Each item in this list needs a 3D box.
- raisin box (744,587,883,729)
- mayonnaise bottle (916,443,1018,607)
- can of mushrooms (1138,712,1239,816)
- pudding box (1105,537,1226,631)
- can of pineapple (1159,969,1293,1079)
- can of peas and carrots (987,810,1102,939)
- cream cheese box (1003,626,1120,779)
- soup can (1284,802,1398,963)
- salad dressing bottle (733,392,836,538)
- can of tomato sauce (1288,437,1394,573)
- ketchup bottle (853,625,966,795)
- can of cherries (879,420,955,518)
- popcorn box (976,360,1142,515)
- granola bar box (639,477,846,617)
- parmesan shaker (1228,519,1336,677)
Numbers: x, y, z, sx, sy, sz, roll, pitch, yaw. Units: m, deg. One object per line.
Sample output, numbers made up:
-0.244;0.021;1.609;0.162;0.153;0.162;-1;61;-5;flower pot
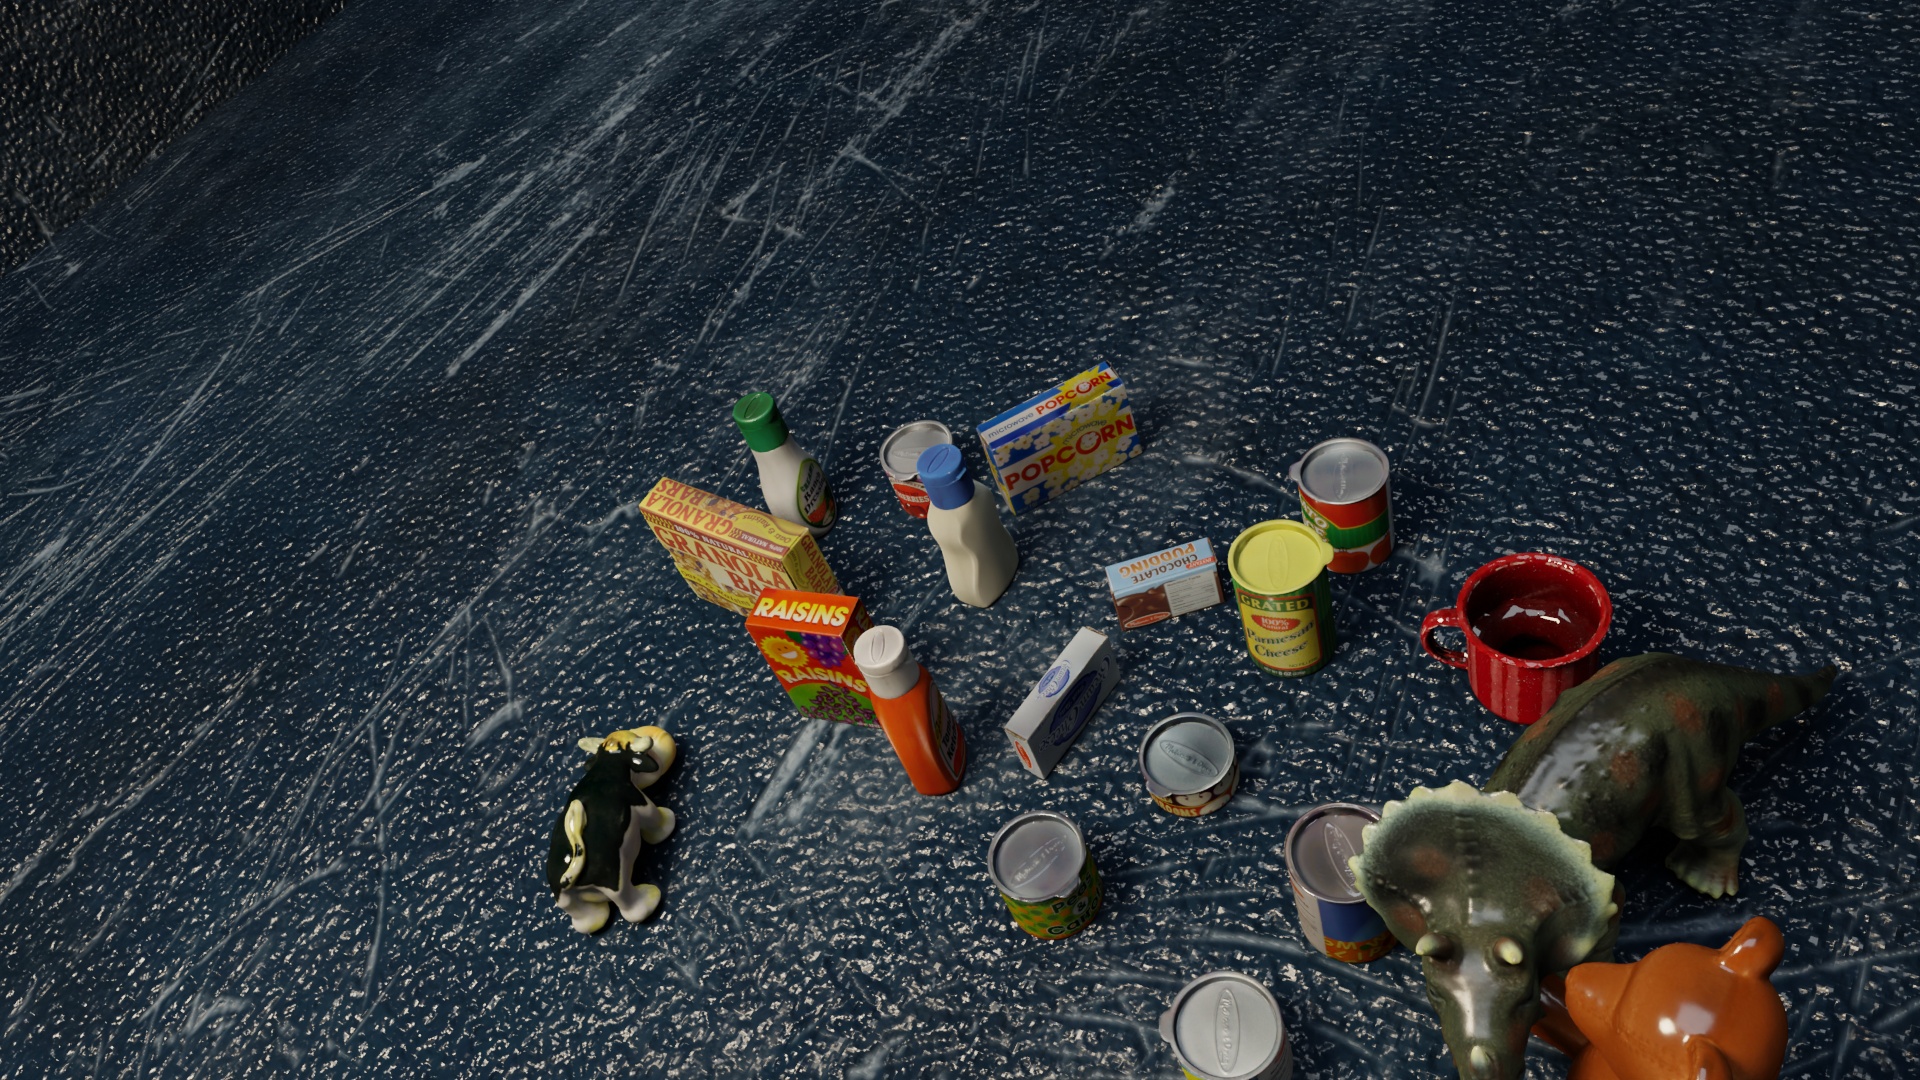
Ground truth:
-0.099;0.090;1.057;0.086;0.122;0.040;6;52;25;raisin box
0.004;-0.014;1.094;0.041;0.147;0.065;16;57;32;mayonnaise bottle
0.157;0.157;0.960;0.071;0.033;0.071;-11;47;12;can of mushrooms
0.156;0.034;1.061;0.084;0.049;0.030;-17;46;6;pudding box
0.158;0.295;0.816;0.071;0.057;0.071;-11;47;12;can of pineapple
0.059;0.223;0.919;0.071;0.058;0.071;-11;47;12;can of peas and carrots
0.076;0.118;1.013;0.024;0.053;0.104;22;60;35;cream cheese box
0.238;0.209;0.846;0.071;0.083;0.072;-11;47;12;soup can
-0.152;-0.063;1.200;0.044;0.147;0.064;4;52;25;salad dressing bottle
0.287;-0.025;1.041;0.071;0.082;0.071;-11;47;12;can of tomato sauce
-0.036;0.119;0.988;0.043;0.148;0.065;-10;47;13;ketchup bottle
-0.032;-0.060;1.213;0.071;0.058;0.072;-11;47;12;can of cherries
0.084;-0.085;1.172;0.127;0.085;0.038;-27;45;-4;popcorn box
-0.175;0.020;1.149;0.165;0.123;0.039;18;58;33;granola bar box
0.233;0.043;0.986;0.071;0.102;0.072;-11;47;12;parmesan shaker
